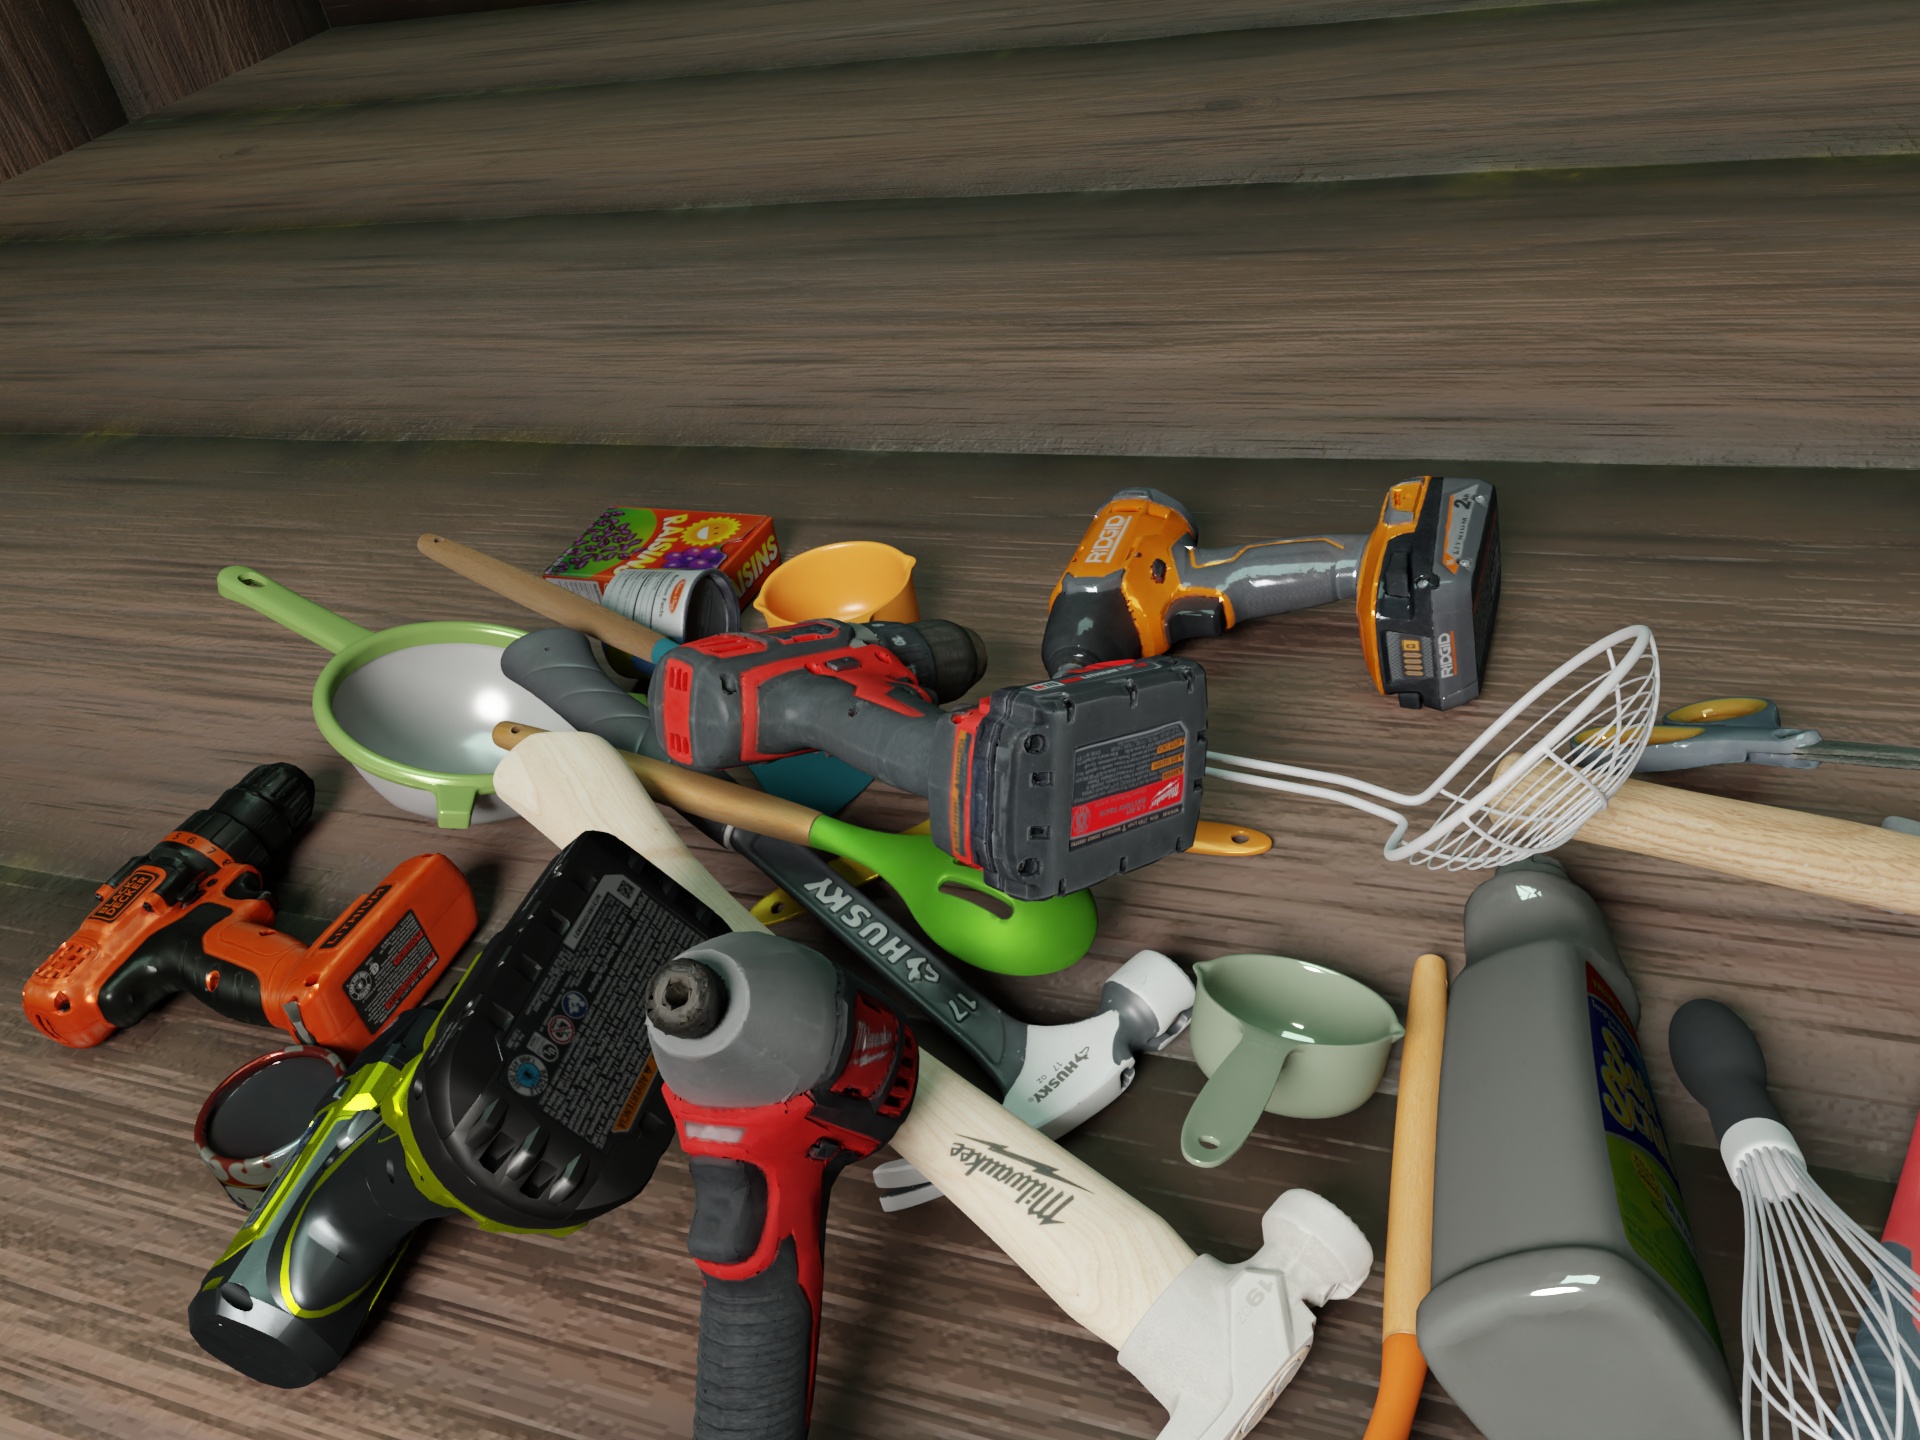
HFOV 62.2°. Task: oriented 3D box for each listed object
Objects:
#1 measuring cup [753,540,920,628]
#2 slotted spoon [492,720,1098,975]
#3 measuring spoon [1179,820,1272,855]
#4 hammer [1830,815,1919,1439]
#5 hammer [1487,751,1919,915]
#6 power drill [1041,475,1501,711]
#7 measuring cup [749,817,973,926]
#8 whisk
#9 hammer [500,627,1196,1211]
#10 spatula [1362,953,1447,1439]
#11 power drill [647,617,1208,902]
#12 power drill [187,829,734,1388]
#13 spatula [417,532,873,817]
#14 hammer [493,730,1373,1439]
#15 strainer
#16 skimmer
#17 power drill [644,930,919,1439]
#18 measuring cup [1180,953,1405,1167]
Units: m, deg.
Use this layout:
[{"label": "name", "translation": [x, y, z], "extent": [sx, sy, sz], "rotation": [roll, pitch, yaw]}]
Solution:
[{"label": "measuring cup", "translation": [-0.056, -0.035, 0.880], "extent": [0.095, 0.052, 0.174], "rotation": [-17, 38, -6]}, {"label": "slotted spoon", "translation": [-0.086, 0.043, 0.703], "extent": [0.314, 0.031, 0.070], "rotation": [15, 47, 25]}, {"label": "measuring spoon", "translation": [0.090, 0.049, 0.756], "extent": [0.117, 0.011, 0.021], "rotation": [7, 40, 24]}, {"label": "hammer", "translation": [0.328, 0.173, 0.500], "extent": [0.143, 0.038, 0.386], "rotation": [17, 45, 31]}, {"label": "hammer", "translation": [0.358, 0.060, 0.577], "extent": [0.331, 0.031, 0.130], "rotation": [13, 43, 36]}, {"label": "power drill", "translation": [0.155, -0.060, 0.829], "extent": [0.226, 0.084, 0.164], "rotation": [2, 39, 25]}, {"label": "measuring cup", "translation": [-0.026, 0.070, 0.759], "extent": [0.156, 0.029, 0.062], "rotation": [-24, 44, 4]}, {"label": "whisk", "translation": [0.249, 0.150, 0.478], "extent": [0.070, 0.070, 0.284], "rotation": [-1, 14, 15]}, {"label": "hammer", "translation": [-0.093, 0.060, 0.730], "extent": [0.149, 0.036, 0.409], "rotation": [-36, 51, -26]}, {"label": "spatula", "translation": [0.157, 0.186, 0.523], "extent": [0.041, 0.081, 0.323], "rotation": [-11, 29, 25]}, {"label": "power drill", "translation": [-0.001, -0.002, 0.699], "extent": [0.227, 0.080, 0.188], "rotation": [15, 19, 41]}, {"label": "power drill", "translation": [-0.181, 0.136, 0.584], "extent": [0.223, 0.080, 0.171], "rotation": [-35, 22, 38]}, {"label": "spatula", "translation": [-0.184, -0.038, 0.872], "extent": [0.318, 0.044, 0.082], "rotation": [24, 45, 25]}, {"label": "hammer", "translation": [-0.057, 0.125, 0.605], "extent": [0.411, 0.038, 0.146], "rotation": [34, 60, 31]}, {"label": "strainer", "translation": [-0.310, -0.009, 0.866], "extent": [0.256, 0.069, 0.151], "rotation": [26, 34, 19]}, {"label": "skimmer", "translation": [0.119, -0.003, 0.699], "extent": [0.363, 0.090, 0.127], "rotation": [9, 39, 44]}, {"label": "power drill", "translation": [-0.068, 0.173, 0.464], "extent": [0.078, 0.143, 0.220], "rotation": [2, 70, 17]}, {"label": "measuring cup", "translation": [0.106, 0.132, 0.569], "extent": [0.083, 0.038, 0.167], "rotation": [16, 19, 22]}]
